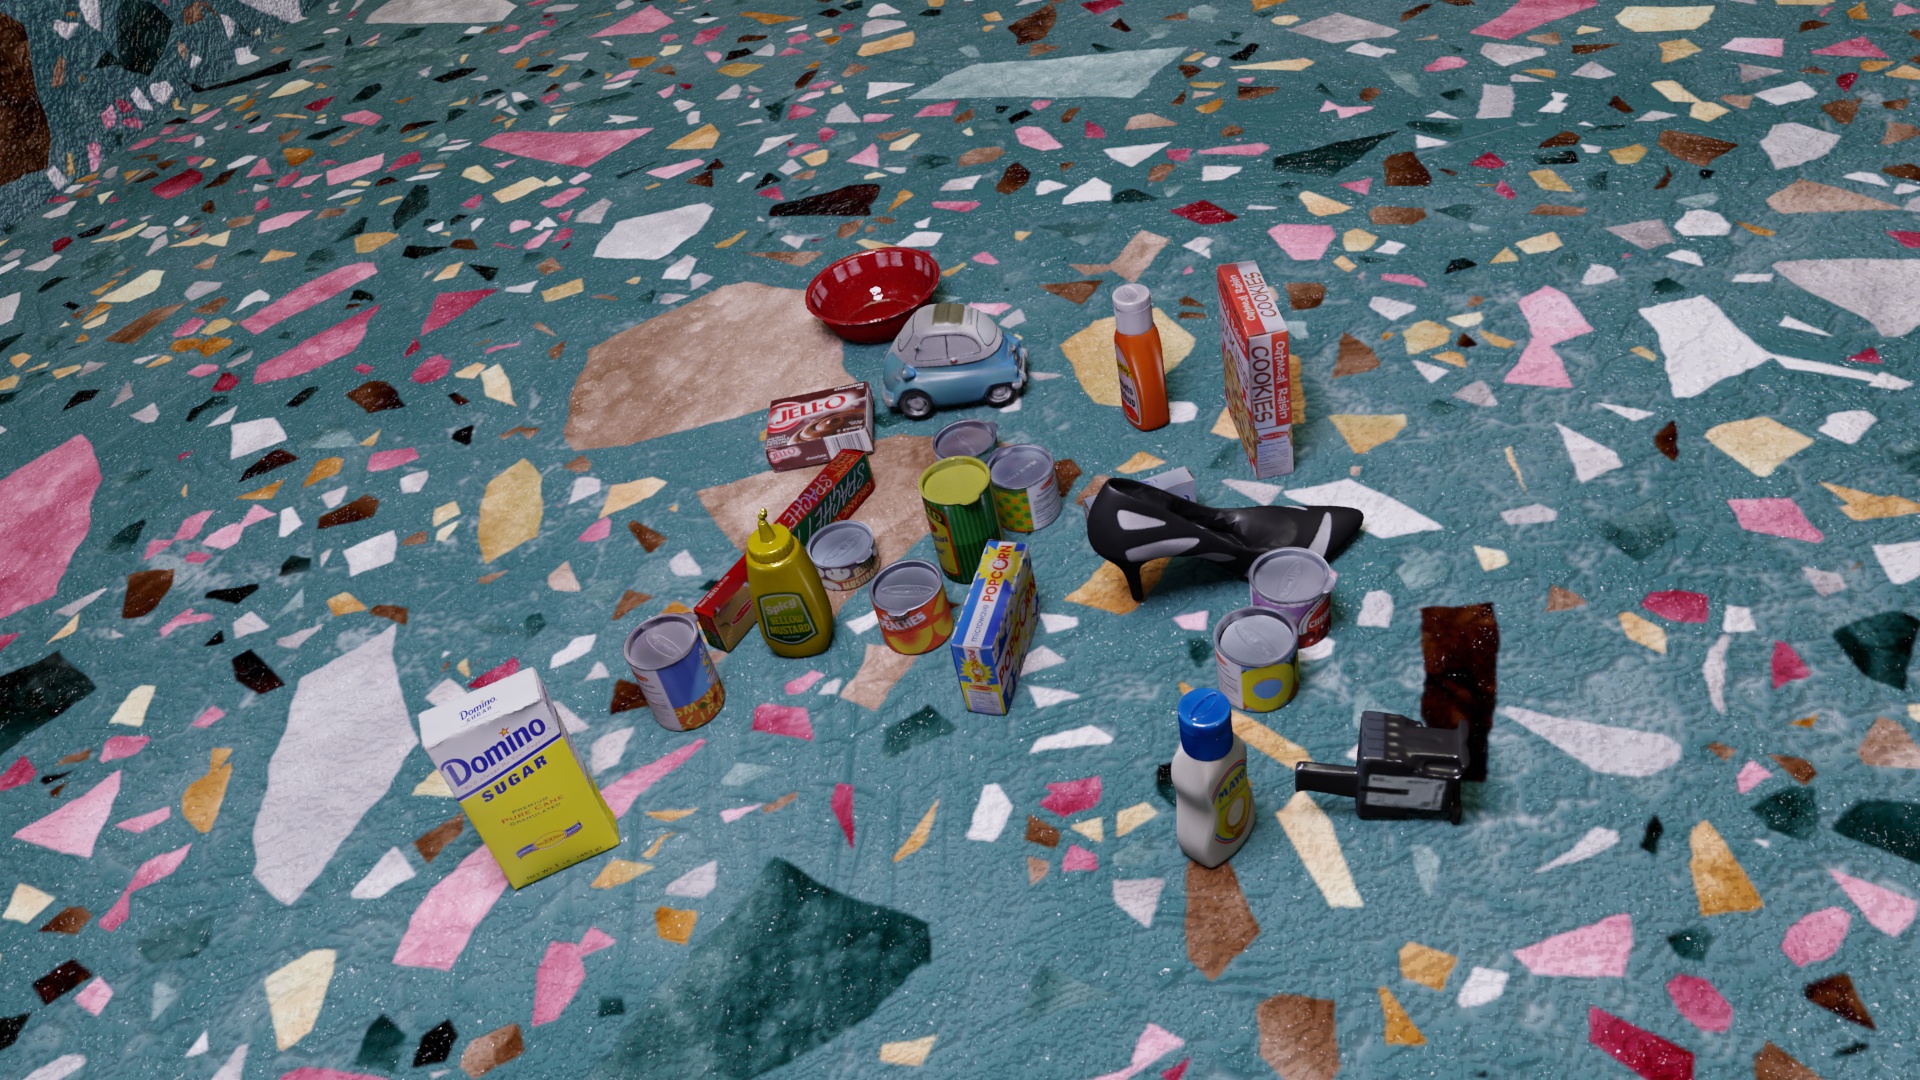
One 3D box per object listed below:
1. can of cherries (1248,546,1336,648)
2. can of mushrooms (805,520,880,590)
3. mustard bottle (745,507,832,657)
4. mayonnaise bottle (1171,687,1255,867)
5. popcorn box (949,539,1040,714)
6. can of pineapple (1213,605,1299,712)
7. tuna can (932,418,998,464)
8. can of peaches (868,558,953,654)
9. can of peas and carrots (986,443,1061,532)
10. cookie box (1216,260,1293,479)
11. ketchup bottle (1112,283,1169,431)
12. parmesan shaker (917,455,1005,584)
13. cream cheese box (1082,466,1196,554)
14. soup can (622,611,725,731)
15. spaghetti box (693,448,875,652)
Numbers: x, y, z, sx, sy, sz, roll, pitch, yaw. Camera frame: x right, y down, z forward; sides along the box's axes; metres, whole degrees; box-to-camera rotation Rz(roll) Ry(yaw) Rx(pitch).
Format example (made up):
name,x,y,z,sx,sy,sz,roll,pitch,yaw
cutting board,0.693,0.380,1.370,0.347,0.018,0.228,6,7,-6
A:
name,x,y,z,sx,sy,sz,roll,pitch,yaw
can of cherries,0.278,0.049,1.158,0.071,0.058,0.072,-8,41,7
can of mushrooms,-0.109,0.015,1.322,0.071,0.033,0.071,-8,41,7
mustard bottle,-0.157,0.035,1.217,0.065,0.159,0.049,-7,41,8
mayonnaise bottle,0.178,0.167,0.987,0.041,0.147,0.065,27,56,37
popcorn box,0.031,0.073,1.180,0.038,0.084,0.127,3,44,19
can of pineapple,0.241,0.095,1.118,0.071,0.057,0.071,-8,41,7
tuna can,0.009,-0.092,1.410,0.071,0.032,0.071,-8,41,7
can of peaches,-0.044,0.061,1.234,0.071,0.057,0.071,-8,41,7
can of peas and carrots,0.059,-0.051,1.331,0.071,0.058,0.071,-8,41,7
cookie box,0.277,-0.161,1.312,0.040,0.166,0.123,-11,41,3
ketchup bottle,0.177,-0.183,1.378,0.043,0.148,0.065,-20,41,-7
parmesan shaker,0.005,-0.016,1.273,0.071,0.102,0.072,-8,41,7
cream cheese box,0.166,-0.028,1.279,0.104,0.053,0.024,-18,41,-5
soup can,-0.246,0.114,1.211,0.071,0.083,0.072,-8,41,7
spaghetti box,-0.164,0.004,1.337,0.029,0.050,0.251,15,49,29
